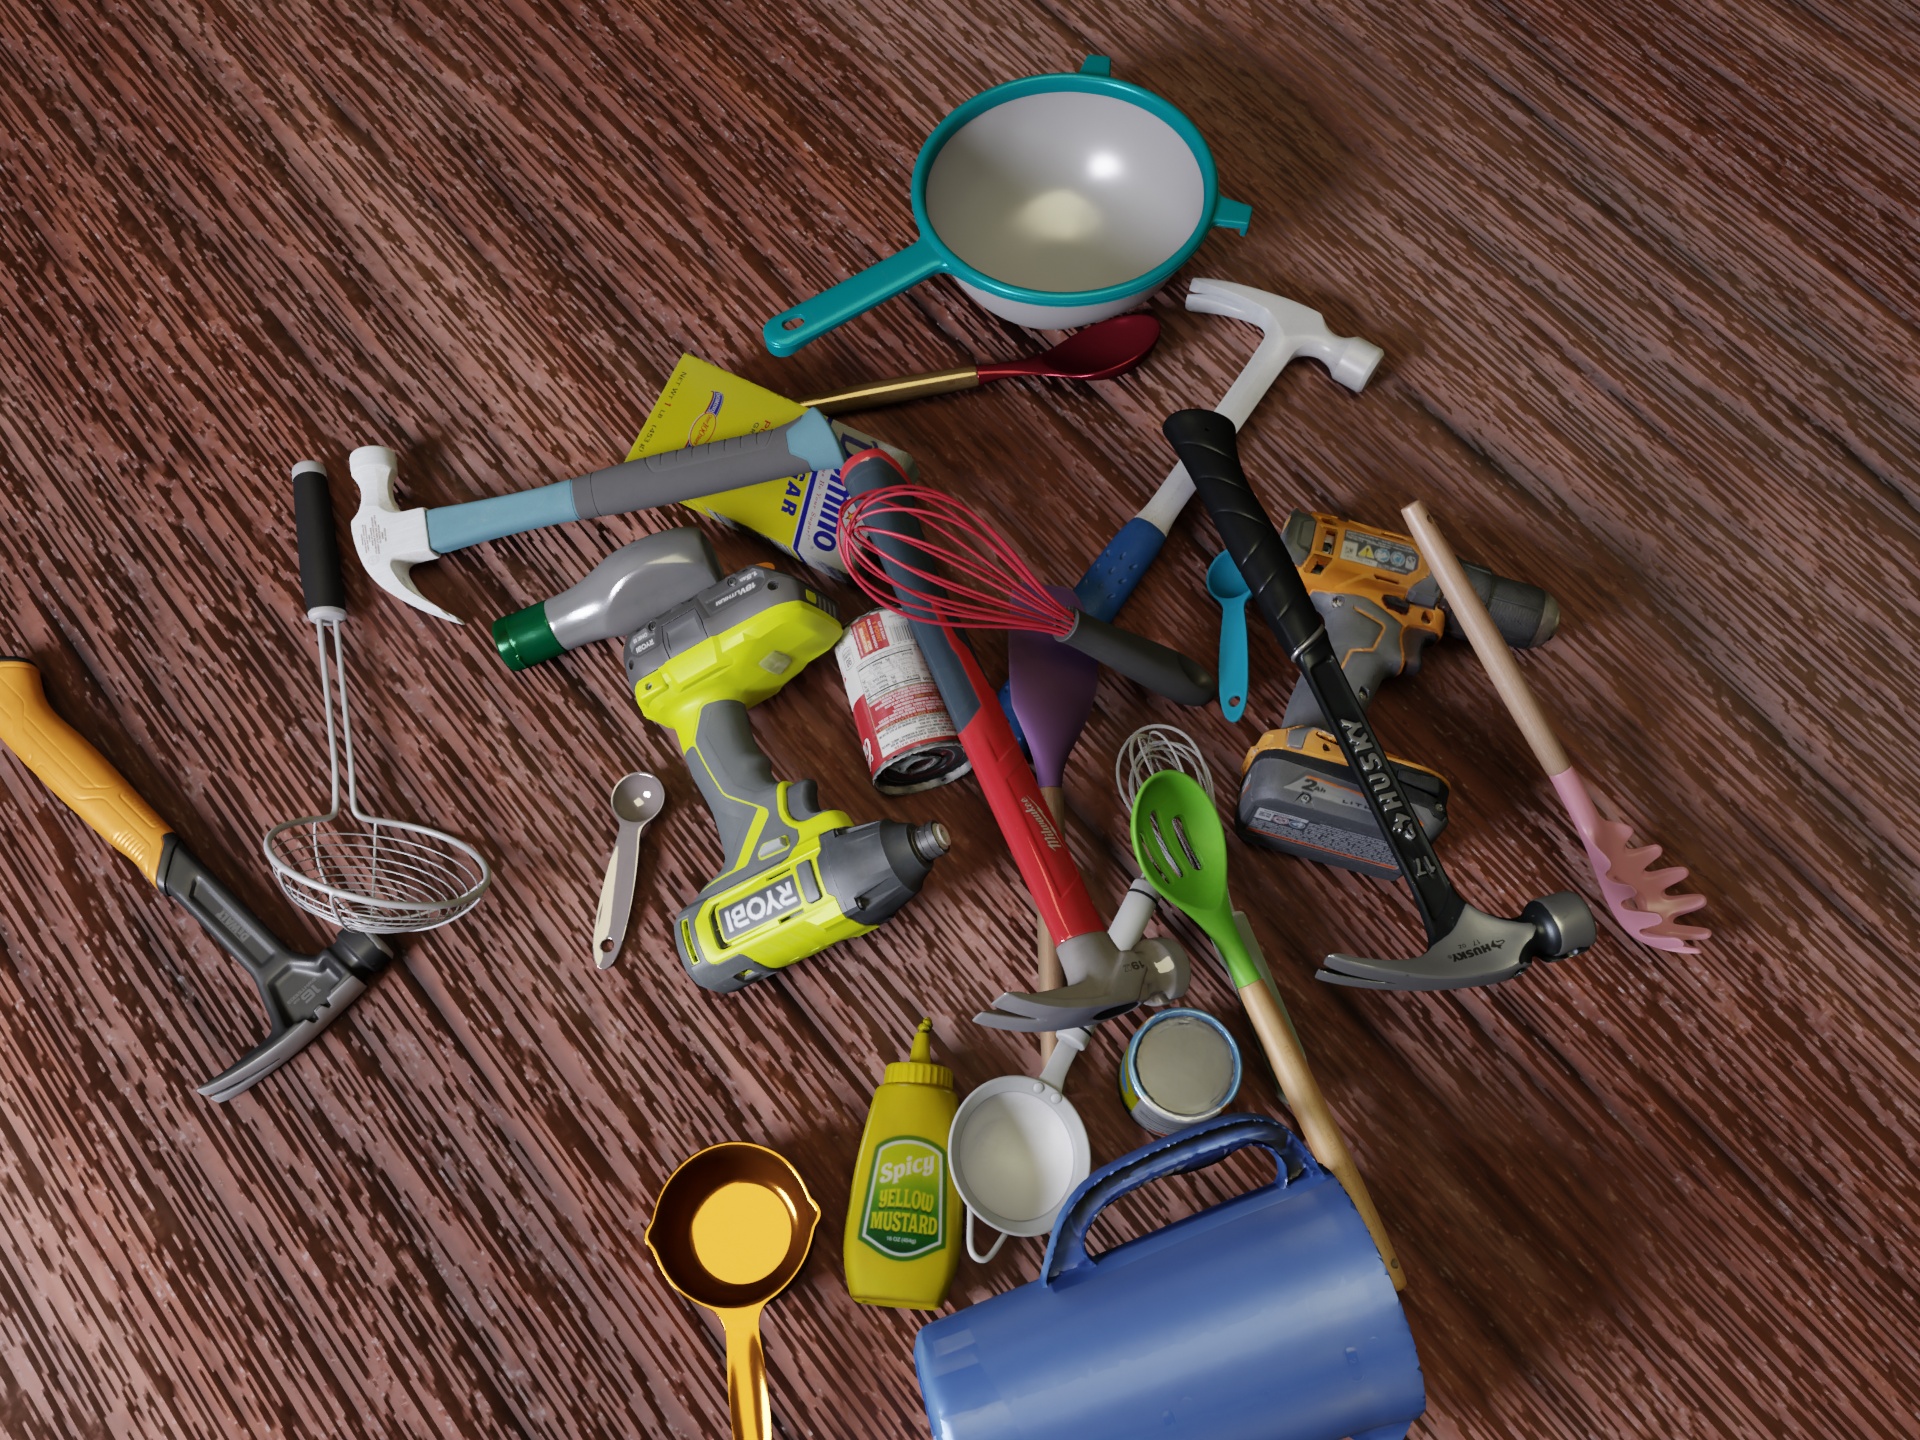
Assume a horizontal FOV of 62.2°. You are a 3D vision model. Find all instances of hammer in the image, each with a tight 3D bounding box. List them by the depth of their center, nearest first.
[{"bbox_3d":[-0.001,-0.003,0.925,0.143,0.038,0.387,-1,57,-42],"label":"hammer"},{"bbox_3d":[0.208,-0.027,0.935,0.149,0.036,0.409,-14,60,-12],"label":"hammer"},{"bbox_3d":[-0.504,0.078,0.971,0.337,0.034,0.127,40,71,15],"label":"hammer"},{"bbox_3d":[-0.237,-0.149,1.036,0.331,0.033,0.128,-12,77,6],"label":"hammer"},{"bbox_3d":[0.127,-0.139,1.070,0.144,0.035,0.405,32,70,12],"label":"hammer"}]

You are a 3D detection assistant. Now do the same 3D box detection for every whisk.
[{"bbox_3d":[0.049,-0.066,0.951,0.295,0.073,0.073,23,62,-33],"label":"whisk"},{"bbox_3d":[0.156,0.114,0.961,0.059,0.057,0.246,-30,70,24],"label":"whisk"}]

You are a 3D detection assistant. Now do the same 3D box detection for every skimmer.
[{"bbox_3d":[-0.376,-0.029,0.988,0.127,0.090,0.364,6,56,-40],"label":"skimmer"}]

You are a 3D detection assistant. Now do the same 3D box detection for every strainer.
[{"bbox_3d":[0.061,0.188,0.908,0.087,0.050,0.258,34,67,-9],"label":"strainer"},{"bbox_3d":[0.019,-0.318,1.115,0.340,0.095,0.211,-30,66,-10],"label":"strainer"}]

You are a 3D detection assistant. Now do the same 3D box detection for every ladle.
[{"bbox_3d":[-0.014,-0.237,1.114,0.315,0.031,0.069,-11,39,-2],"label":"ladle"}]

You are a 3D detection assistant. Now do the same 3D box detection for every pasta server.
[{"bbox_3d":[0.354,0.004,0.956,0.060,0.040,0.316,-33,94,-45],"label":"pasta server"}]

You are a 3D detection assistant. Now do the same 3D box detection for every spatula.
[{"bbox_3d":[0.057,0.067,0.968,0.059,0.018,0.316,5,75,-15],"label":"spatula"}]

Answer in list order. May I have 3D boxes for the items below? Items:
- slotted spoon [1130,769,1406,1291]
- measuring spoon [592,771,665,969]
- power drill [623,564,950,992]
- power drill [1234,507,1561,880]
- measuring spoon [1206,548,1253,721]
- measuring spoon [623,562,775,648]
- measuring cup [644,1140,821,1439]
[{"bbox_3d":[0.175,0.175,0.907,0.070,0.031,0.314,-17,76,-36],"label":"slotted spoon"},{"bbox_3d":[-0.206,0.093,0.981,0.034,0.018,0.124,6,74,9],"label":"measuring spoon"},{"bbox_3d":[-0.107,0.029,0.950,0.171,0.080,0.223,-27,67,17],"label":"power drill"},{"bbox_3d":[0.275,-0.018,1.000,0.185,0.084,0.226,15,63,4],"label":"power drill"},{"bbox_3d":[0.183,-0.055,1.038,0.042,0.021,0.129,-12,61,34],"label":"measuring spoon"},{"bbox_3d":[-0.171,-0.071,1.053,0.117,0.011,0.021,-34,57,-17],"label":"measuring spoon"},{"bbox_3d":[-0.117,0.319,0.863,0.095,0.052,0.174,-8,69,-4],"label":"measuring cup"}]
